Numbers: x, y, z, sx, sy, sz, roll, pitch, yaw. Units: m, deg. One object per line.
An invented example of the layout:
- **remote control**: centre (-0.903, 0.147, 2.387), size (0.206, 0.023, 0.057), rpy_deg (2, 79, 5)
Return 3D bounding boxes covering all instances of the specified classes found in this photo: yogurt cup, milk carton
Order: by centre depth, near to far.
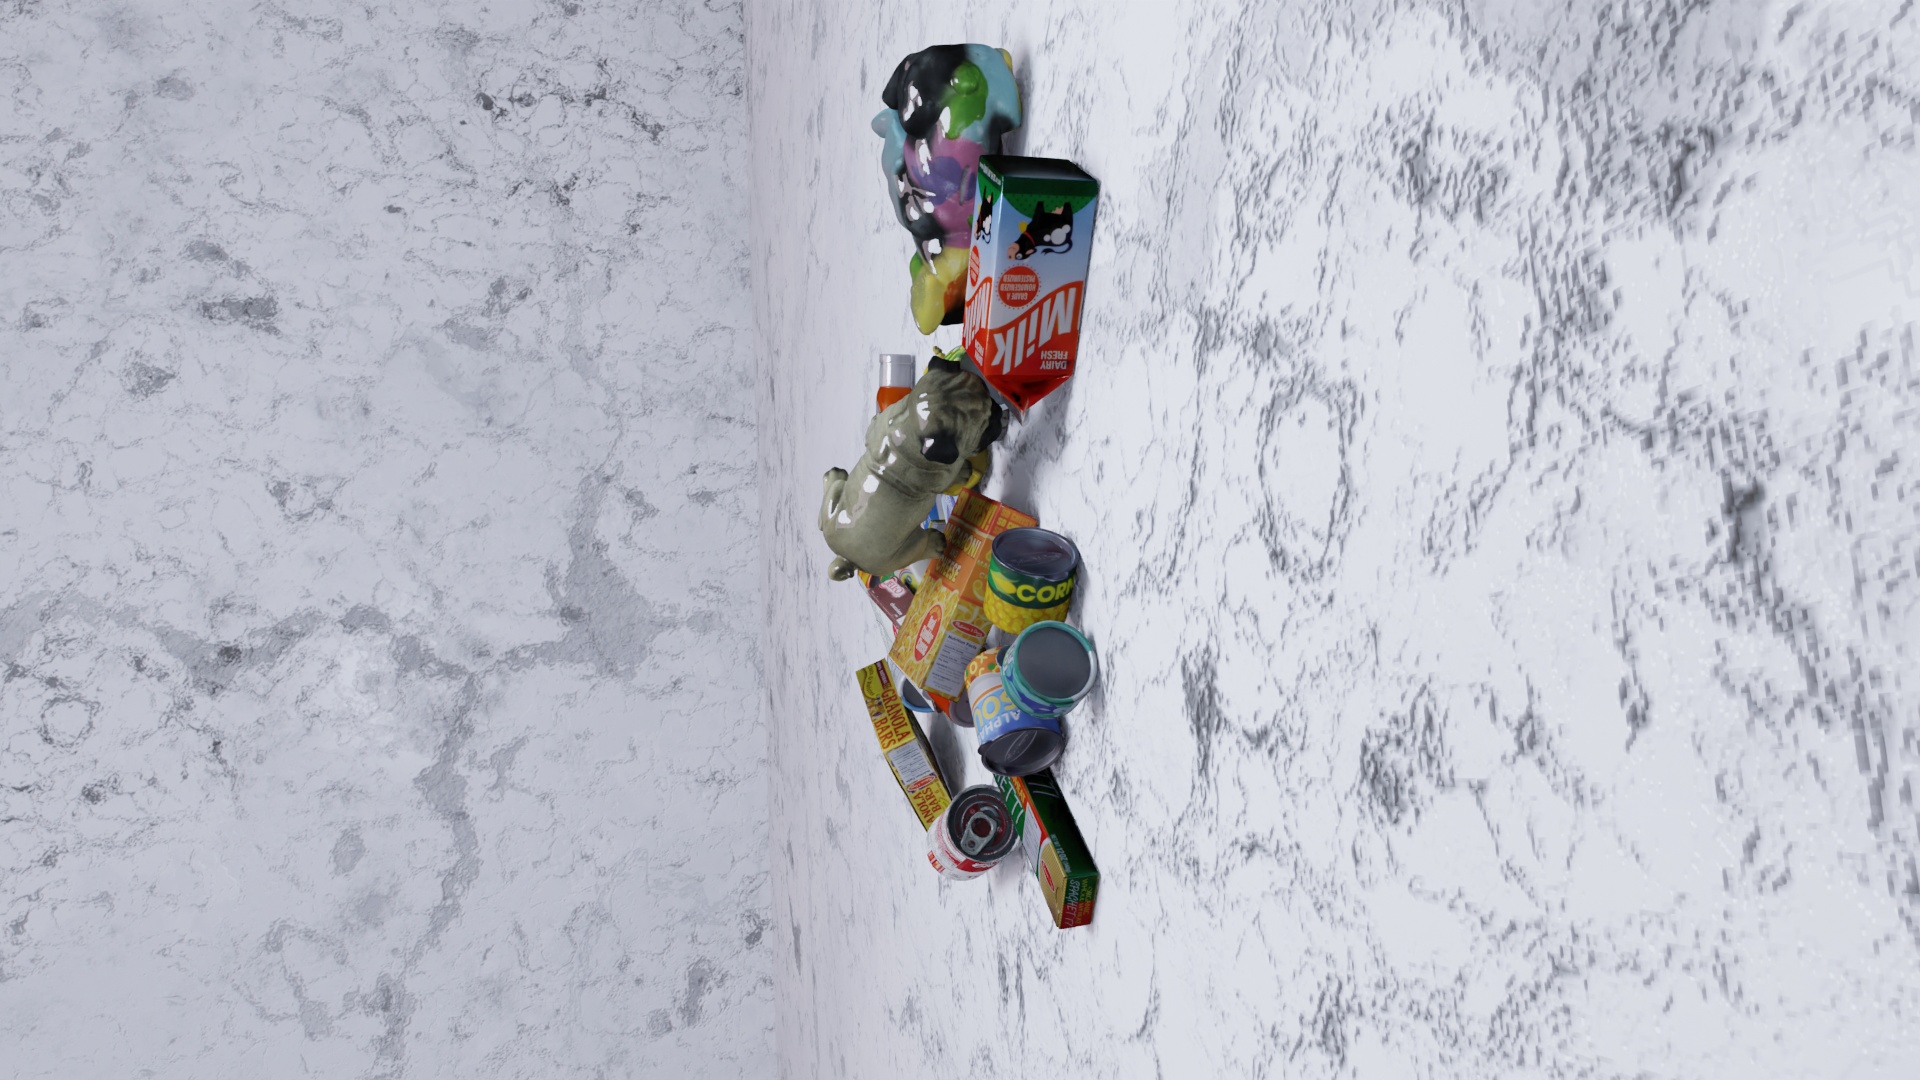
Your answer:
- **milk carton**: centre (0.047, -0.186, 1.046), size (0.072, 0.073, 0.189), rpy_deg (-117, 29, -59)
- **yogurt cup**: centre (0.005, 0.132, 1.257), size (0.054, 0.072, 0.072), rpy_deg (-127, 38, -53)

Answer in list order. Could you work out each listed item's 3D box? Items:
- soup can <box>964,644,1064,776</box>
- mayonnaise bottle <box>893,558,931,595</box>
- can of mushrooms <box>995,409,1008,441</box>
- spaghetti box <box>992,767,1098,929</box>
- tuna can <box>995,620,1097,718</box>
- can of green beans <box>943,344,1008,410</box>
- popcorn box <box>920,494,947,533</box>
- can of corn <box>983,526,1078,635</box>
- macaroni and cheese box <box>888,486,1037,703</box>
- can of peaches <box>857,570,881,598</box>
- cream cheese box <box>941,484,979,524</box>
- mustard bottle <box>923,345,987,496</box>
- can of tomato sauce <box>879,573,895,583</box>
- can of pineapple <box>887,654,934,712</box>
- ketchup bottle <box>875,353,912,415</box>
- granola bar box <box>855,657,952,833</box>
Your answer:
- **soup can**: centre (0.039, 0.134, 1.103), size (0.071, 0.071, 0.084), rpy_deg (104, 160, -45)
- **mayonnaise bottle**: centre (-0.034, 0.043, 1.356), size (0.148, 0.041, 0.064), rpy_deg (47, 146, 40)
- **can of mushrooms**: centre (0.019, -0.123, 1.243), size (0.071, 0.033, 0.071), rpy_deg (180, 89, -76)
- **spaghetti box**: centre (0.058, 0.208, 1.122), size (0.251, 0.029, 0.050), rpy_deg (-117, 29, -59)
- **tuna can**: centre (0.062, 0.092, 1.012), size (0.032, 0.071, 0.071), rpy_deg (119, 147, -60)
- **can of green beans**: centre (0.019, -0.139, 1.177), size (0.058, 0.071, 0.071), rpy_deg (175, 94, -75)
- **popcorn box**: centre (-0.030, -0.042, 1.431), size (0.084, 0.038, 0.127), rpy_deg (105, 159, -50)
- **can of corn**: centre (0.054, 0.033, 1.052), size (0.071, 0.071, 0.058), rpy_deg (-111, 24, -53)
- **macaroni and cheese box**: centre (0.000, 0.043, 1.191), size (0.166, 0.040, 0.124), rpy_deg (-66, 17, 1)
- **can of peaches**: centre (-0.078, 0.041, 1.574), size (0.058, 0.071, 0.071), rpy_deg (-134, 45, -70)
- **cream cheese box**: centre (0.005, -0.017, 1.324), size (0.053, 0.024, 0.104), rpy_deg (108, 157, -50)
- **mustard bottle**: centre (-0.011, -0.122, 1.318), size (0.065, 0.049, 0.161), rpy_deg (-34, 50, 40)
- **can of tomato sauce**: centre (-0.051, 0.051, 1.461), size (0.070, 0.071, 0.083), rpy_deg (112, 153, -56)
- **can of pineapple**: centre (-0.035, 0.133, 1.414), size (0.058, 0.071, 0.070), rpy_deg (-115, 28, -57)
- **ketchup bottle**: centre (-0.075, -0.139, 1.592), size (0.065, 0.043, 0.148), rpy_deg (-155, 65, -75)
- **granola bar box**: centre (-0.056, 0.215, 1.446), size (0.123, 0.039, 0.166), rpy_deg (64, 178, -27)
